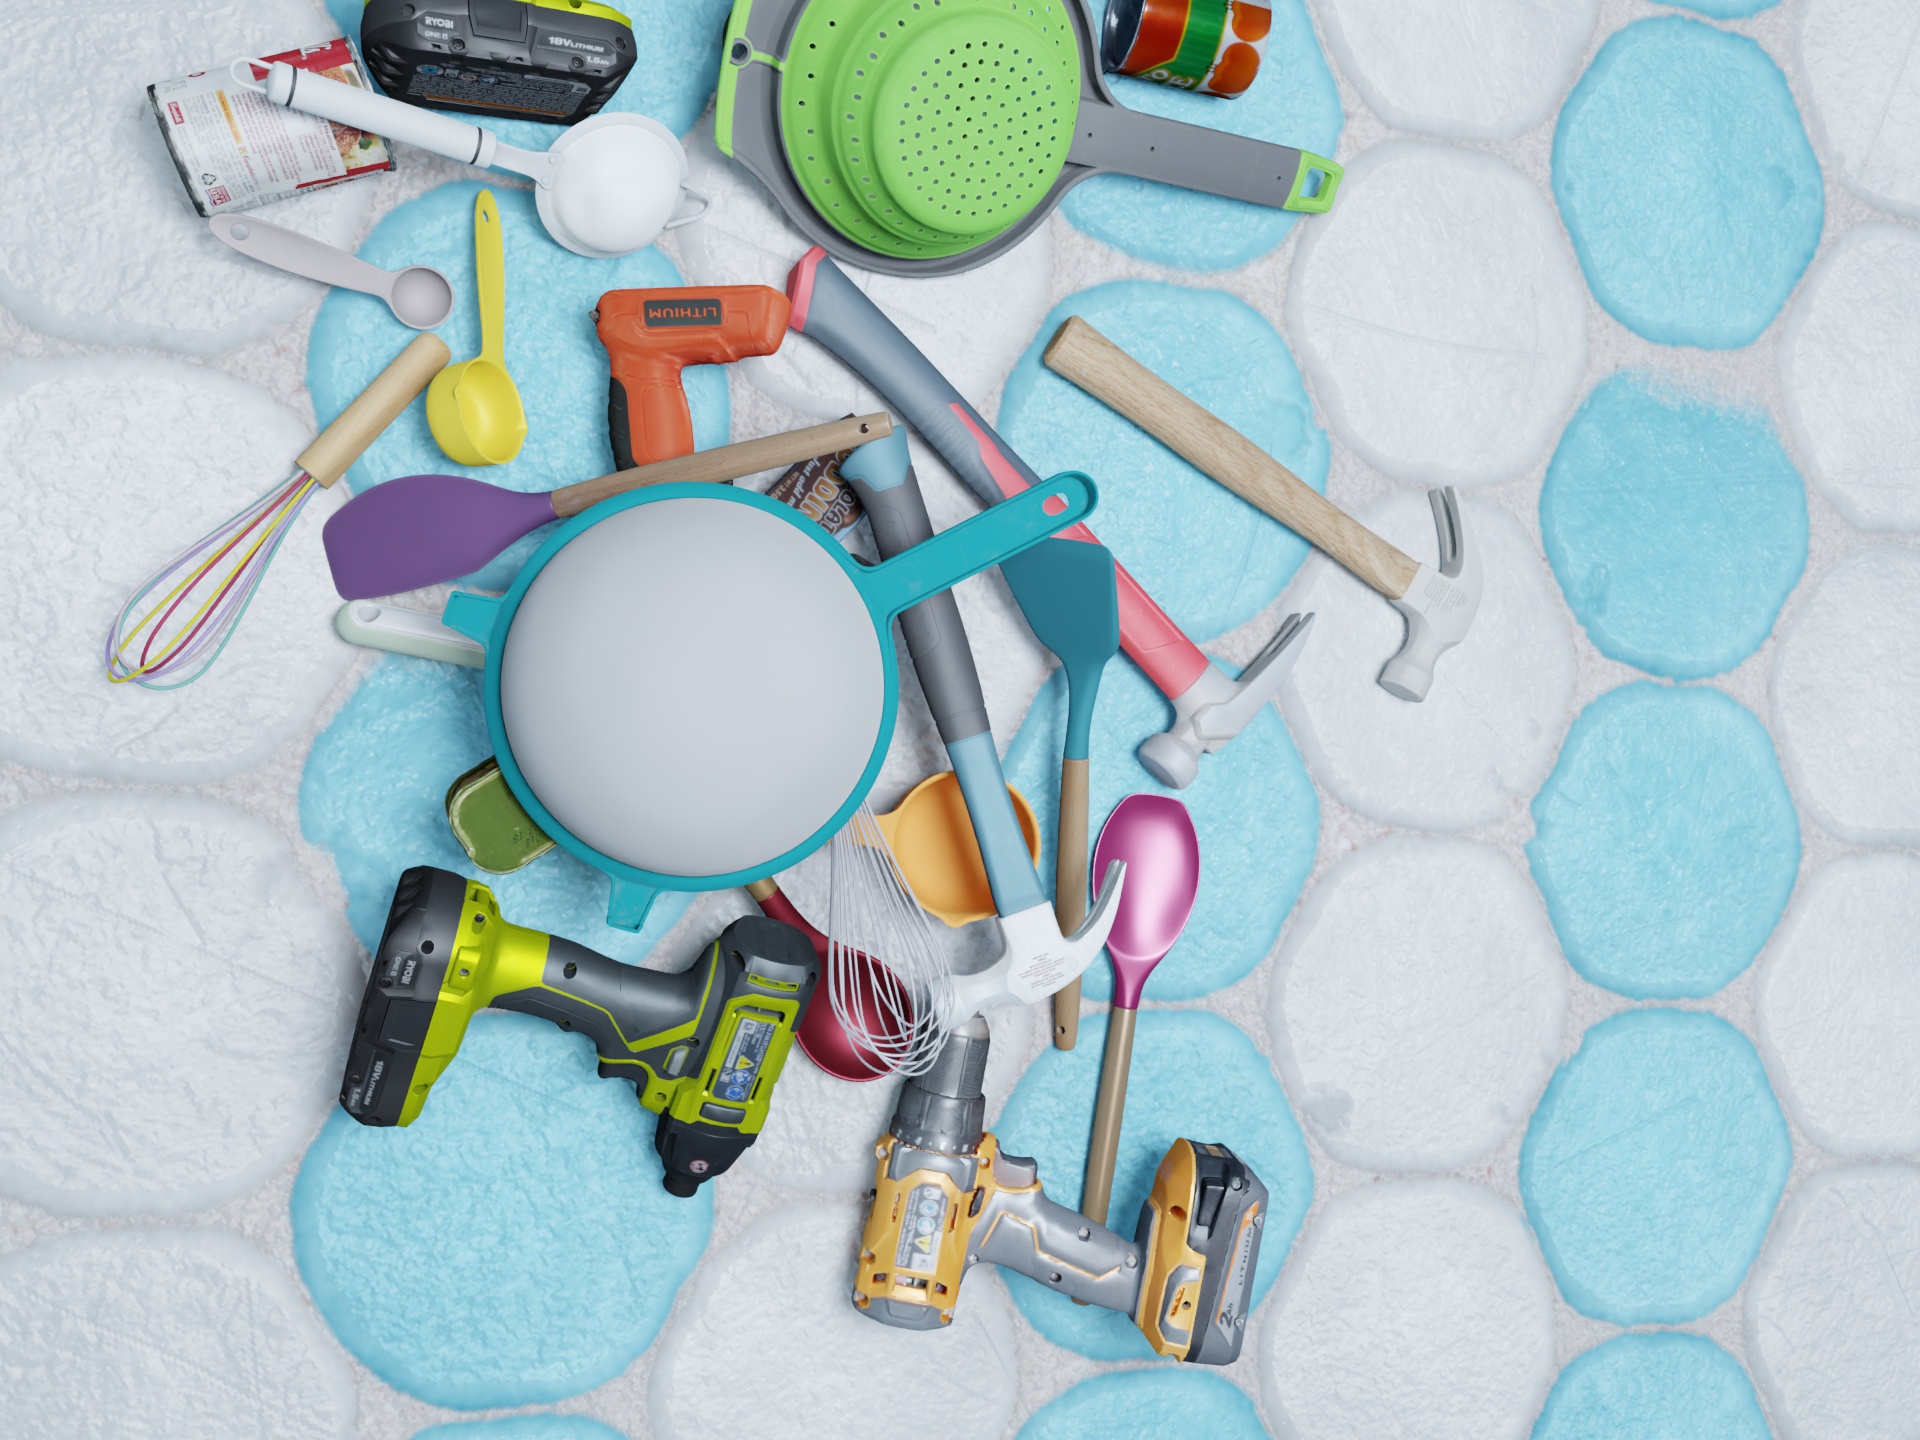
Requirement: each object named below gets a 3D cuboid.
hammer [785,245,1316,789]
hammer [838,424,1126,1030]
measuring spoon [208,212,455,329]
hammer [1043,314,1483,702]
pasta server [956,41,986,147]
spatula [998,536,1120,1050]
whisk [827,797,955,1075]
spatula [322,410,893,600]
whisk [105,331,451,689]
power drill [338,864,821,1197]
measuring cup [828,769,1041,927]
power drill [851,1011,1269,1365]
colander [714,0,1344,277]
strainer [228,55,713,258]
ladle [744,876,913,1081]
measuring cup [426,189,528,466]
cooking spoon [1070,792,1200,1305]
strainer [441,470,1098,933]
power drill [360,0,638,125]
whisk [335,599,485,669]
[{"bbox_3d":[0.050,-0.140,0.955,0.386,0.038,0.143,45,78,-13],"label":"hammer"},{"bbox_3d":[-0.001,-0.003,0.894,0.128,0.033,0.331,-18,90,-8],"label":"hammer"},{"bbox_3d":[-0.330,-0.241,0.838,0.124,0.018,0.034,16,108,-28],"label":"measuring spoon"},{"bbox_3d":[0.195,-0.150,1.001,0.331,0.031,0.130,32,83,-15],"label":"hammer"},{"bbox_3d":[0.011,-0.500,0.941,0.060,0.040,0.316,2,95,-17],"label":"pasta server"},{"bbox_3d":[0.060,0.049,0.942,0.044,0.082,0.317,-15,109,-53],"label":"spatula"},{"bbox_3d":[-0.060,0.055,0.868,0.070,0.070,0.285,-8,65,-16],"label":"whisk"},{"bbox_3d":[-0.189,-0.122,0.837,0.316,0.018,0.060,-12,96,7],"label":"spatula"},{"bbox_3d":[-0.354,-0.111,0.834,0.051,0.047,0.245,42,77,-12],"label":"whisk"},{"bbox_3d":[-0.206,0.172,0.857,0.223,0.080,0.171,16,109,-19],"label":"power drill"},{"bbox_3d":[-0.042,0.066,0.929,0.173,0.052,0.095,9,86,-6],"label":"measuring cup"},{"bbox_3d":[0.060,0.273,0.937,0.226,0.084,0.185,11,88,-3],"label":"power drill"},{"bbox_3d":[0.068,-0.325,0.892,0.397,0.095,0.204,3,121,-25],"label":"colander"},{"bbox_3d":[-0.239,-0.291,0.821,0.258,0.050,0.086,8,129,-35],"label":"strainer"},{"bbox_3d":[-0.123,0.078,0.890,0.069,0.031,0.315,-36,111,-11],"label":"ladle"},{"bbox_3d":[-0.265,-0.212,0.862,0.029,0.062,0.156,-8,79,20],"label":"measuring cup"},{"bbox_3d":[0.098,0.204,0.989,0.068,0.017,0.319,9,89,-8],"label":"cooking spoon"},{"bbox_3d":[-0.072,-0.044,0.788,0.340,0.095,0.211,-28,98,-8],"label":"strainer"},{"bbox_3d":[-0.232,-0.445,0.841,0.190,0.080,0.228,-2,90,-27],"label":"power drill"},{"bbox_3d":[-0.215,-0.032,0.873,0.246,0.059,0.058,11,49,-11],"label":"whisk"}]
